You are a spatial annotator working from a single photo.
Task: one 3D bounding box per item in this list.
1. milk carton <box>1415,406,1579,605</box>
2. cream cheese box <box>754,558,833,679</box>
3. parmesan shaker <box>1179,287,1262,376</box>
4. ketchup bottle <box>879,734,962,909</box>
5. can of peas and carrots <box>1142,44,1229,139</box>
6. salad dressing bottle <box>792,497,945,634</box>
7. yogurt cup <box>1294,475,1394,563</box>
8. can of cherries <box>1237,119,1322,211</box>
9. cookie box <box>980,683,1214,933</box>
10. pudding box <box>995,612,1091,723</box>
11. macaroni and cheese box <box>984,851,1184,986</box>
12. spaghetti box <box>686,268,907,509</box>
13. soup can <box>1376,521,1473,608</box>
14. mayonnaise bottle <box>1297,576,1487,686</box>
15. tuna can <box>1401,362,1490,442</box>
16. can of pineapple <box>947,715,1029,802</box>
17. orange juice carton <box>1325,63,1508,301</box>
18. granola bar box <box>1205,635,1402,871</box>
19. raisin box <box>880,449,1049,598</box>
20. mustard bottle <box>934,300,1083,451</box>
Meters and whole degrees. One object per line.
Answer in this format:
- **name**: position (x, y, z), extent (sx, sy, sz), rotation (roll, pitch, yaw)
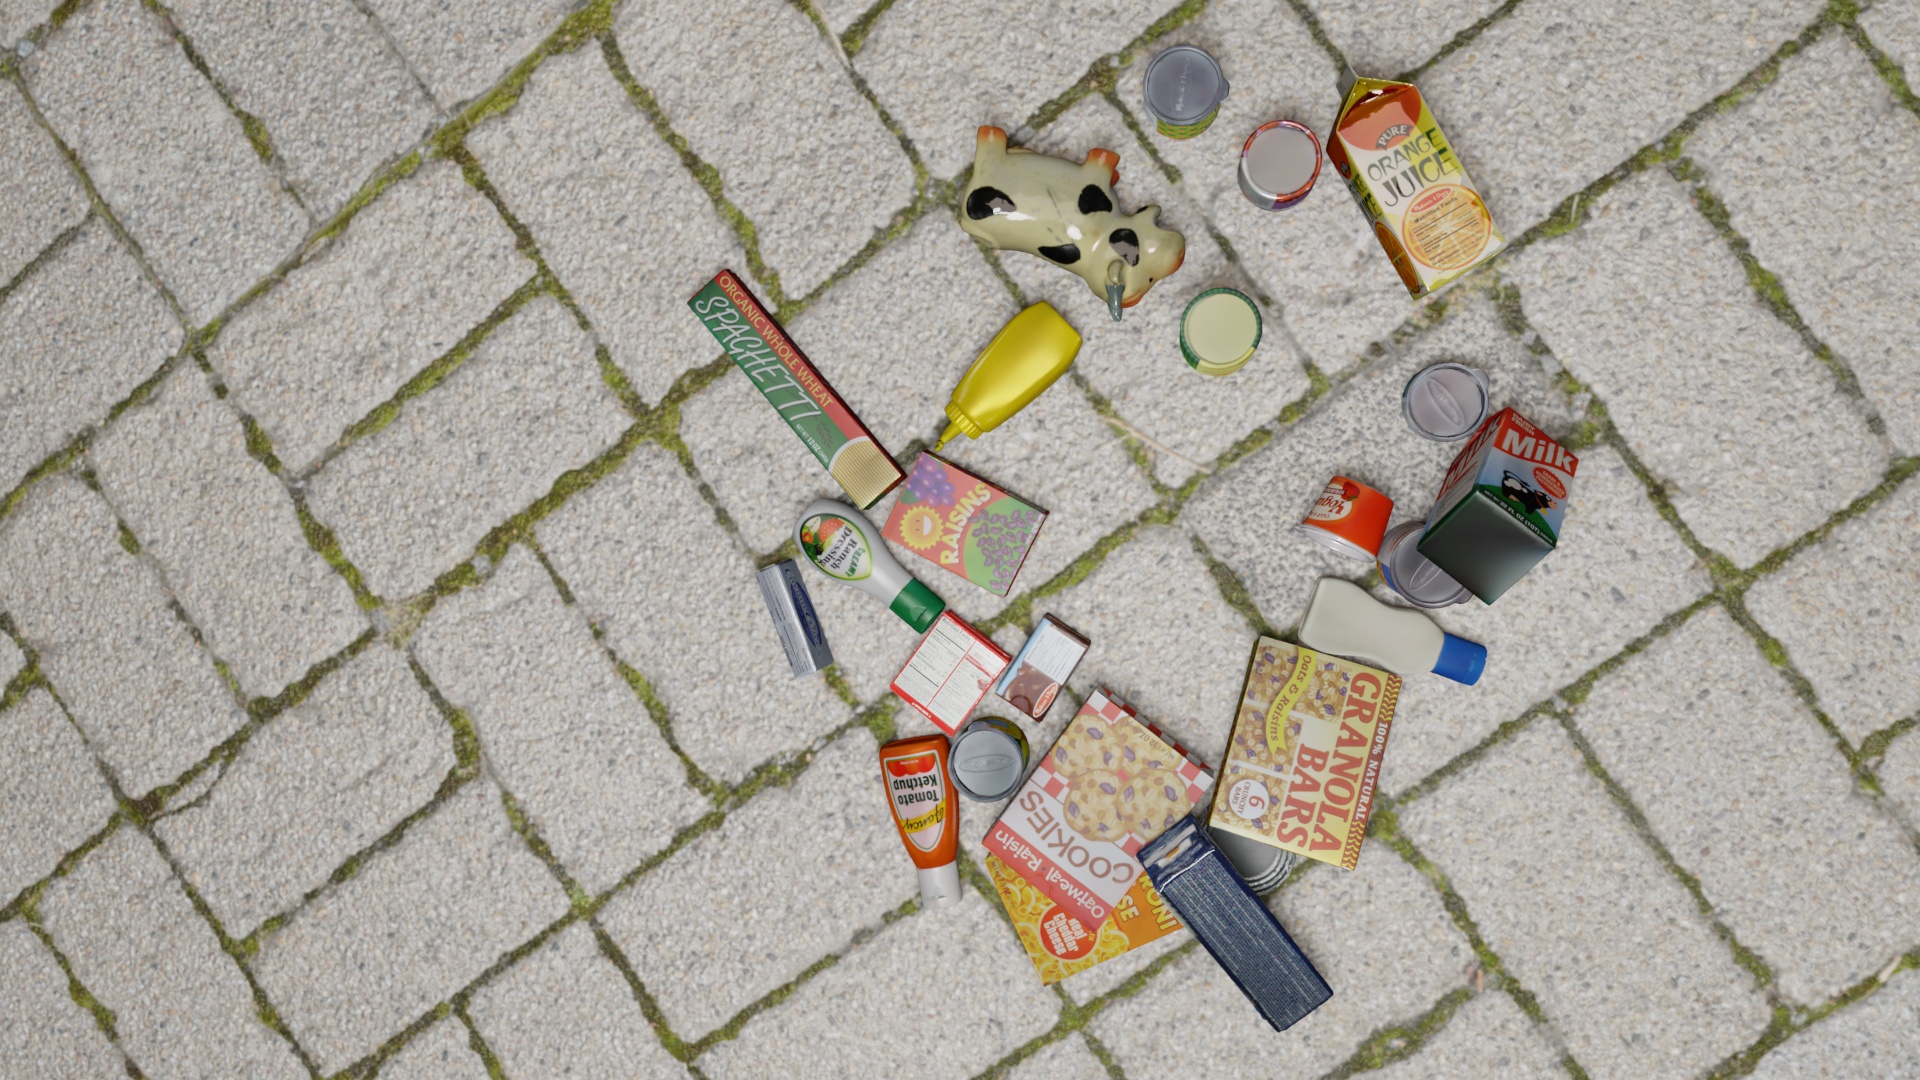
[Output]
- **milk carton**: position (0.428, -0.039, 1.094), extent (0.072, 0.191, 0.073), rotation (38, 131, 4)
- **cream cheese box**: position (-0.148, 0.069, 1.241), extent (0.024, 0.053, 0.104), rotation (-21, 89, 11)
- **parmesan shaker**: position (0.217, -0.172, 1.148), extent (0.071, 0.103, 0.071), rotation (0, 93, 9)
- **ketchup bottle**: position (-0.029, 0.250, 1.237), extent (0.065, 0.043, 0.148), rotation (-11, 92, 11)
- **can of peas and carrots**: position (0.189, -0.375, 1.165), extent (0.071, 0.059, 0.071), rotation (0, 93, 8)
- **salad dressing bottle**: position (-0.080, 0.023, 1.233), extent (0.148, 0.044, 0.064), rotation (39, 104, 5)
- **yogurt cup**: position (0.325, -0.019, 1.160), extent (0.072, 0.072, 0.054), rotation (26, 89, 7)
- **can of cherries**: position (0.267, -0.314, 1.156), extent (0.071, 0.058, 0.071), rotation (1, 94, 9)
- **cookie box**: position (0.115, 0.226, 1.175), extent (0.123, 0.040, 0.167), rotation (37, 97, 7)
- **pudding box**: position (0.073, 0.111, 1.221), extent (0.050, 0.030, 0.083), rotation (32, 97, 5)
- **macaroni and cheese box**: position (0.123, 0.298, 1.218), extent (0.166, 0.040, 0.123), rotation (-26, 88, 9)
- **spaghetti box**: position (-0.147, -0.136, 1.243), extent (0.050, 0.029, 0.250), rotation (-41, 87, 8)
- **soup can**: position (0.383, 0.021, 1.142), extent (0.071, 0.084, 0.071), rotation (1, 94, 9)
- **mayonnaise bottle**: position (0.365, 0.081, 1.171), extent (0.148, 0.041, 0.064), rotation (20, 95, 6)
- **tuna can**: position (0.405, -0.116, 1.158), extent (0.071, 0.033, 0.071), rotation (1, 93, 9)
- **can of pineapple**: position (0.026, 0.189, 1.218), extent (0.071, 0.058, 0.071), rotation (0, 93, 8)
- **orange juice carton**: position (0.361, -0.299, 1.136), extent (0.073, 0.072, 0.192), rotation (-30, 88, 9)
- **granola bar box**: position (0.288, 0.178, 1.166), extent (0.124, 0.039, 0.166), rotation (16, 79, 7)
- **raisin box**: position (0.004, -0.015, 1.221), extent (0.123, 0.040, 0.086), rotation (27, 97, 5)
- **mustard bottle**: position (0.033, -0.136, 1.206), extent (0.160, 0.049, 0.065), rotation (-43, 86, 9)
